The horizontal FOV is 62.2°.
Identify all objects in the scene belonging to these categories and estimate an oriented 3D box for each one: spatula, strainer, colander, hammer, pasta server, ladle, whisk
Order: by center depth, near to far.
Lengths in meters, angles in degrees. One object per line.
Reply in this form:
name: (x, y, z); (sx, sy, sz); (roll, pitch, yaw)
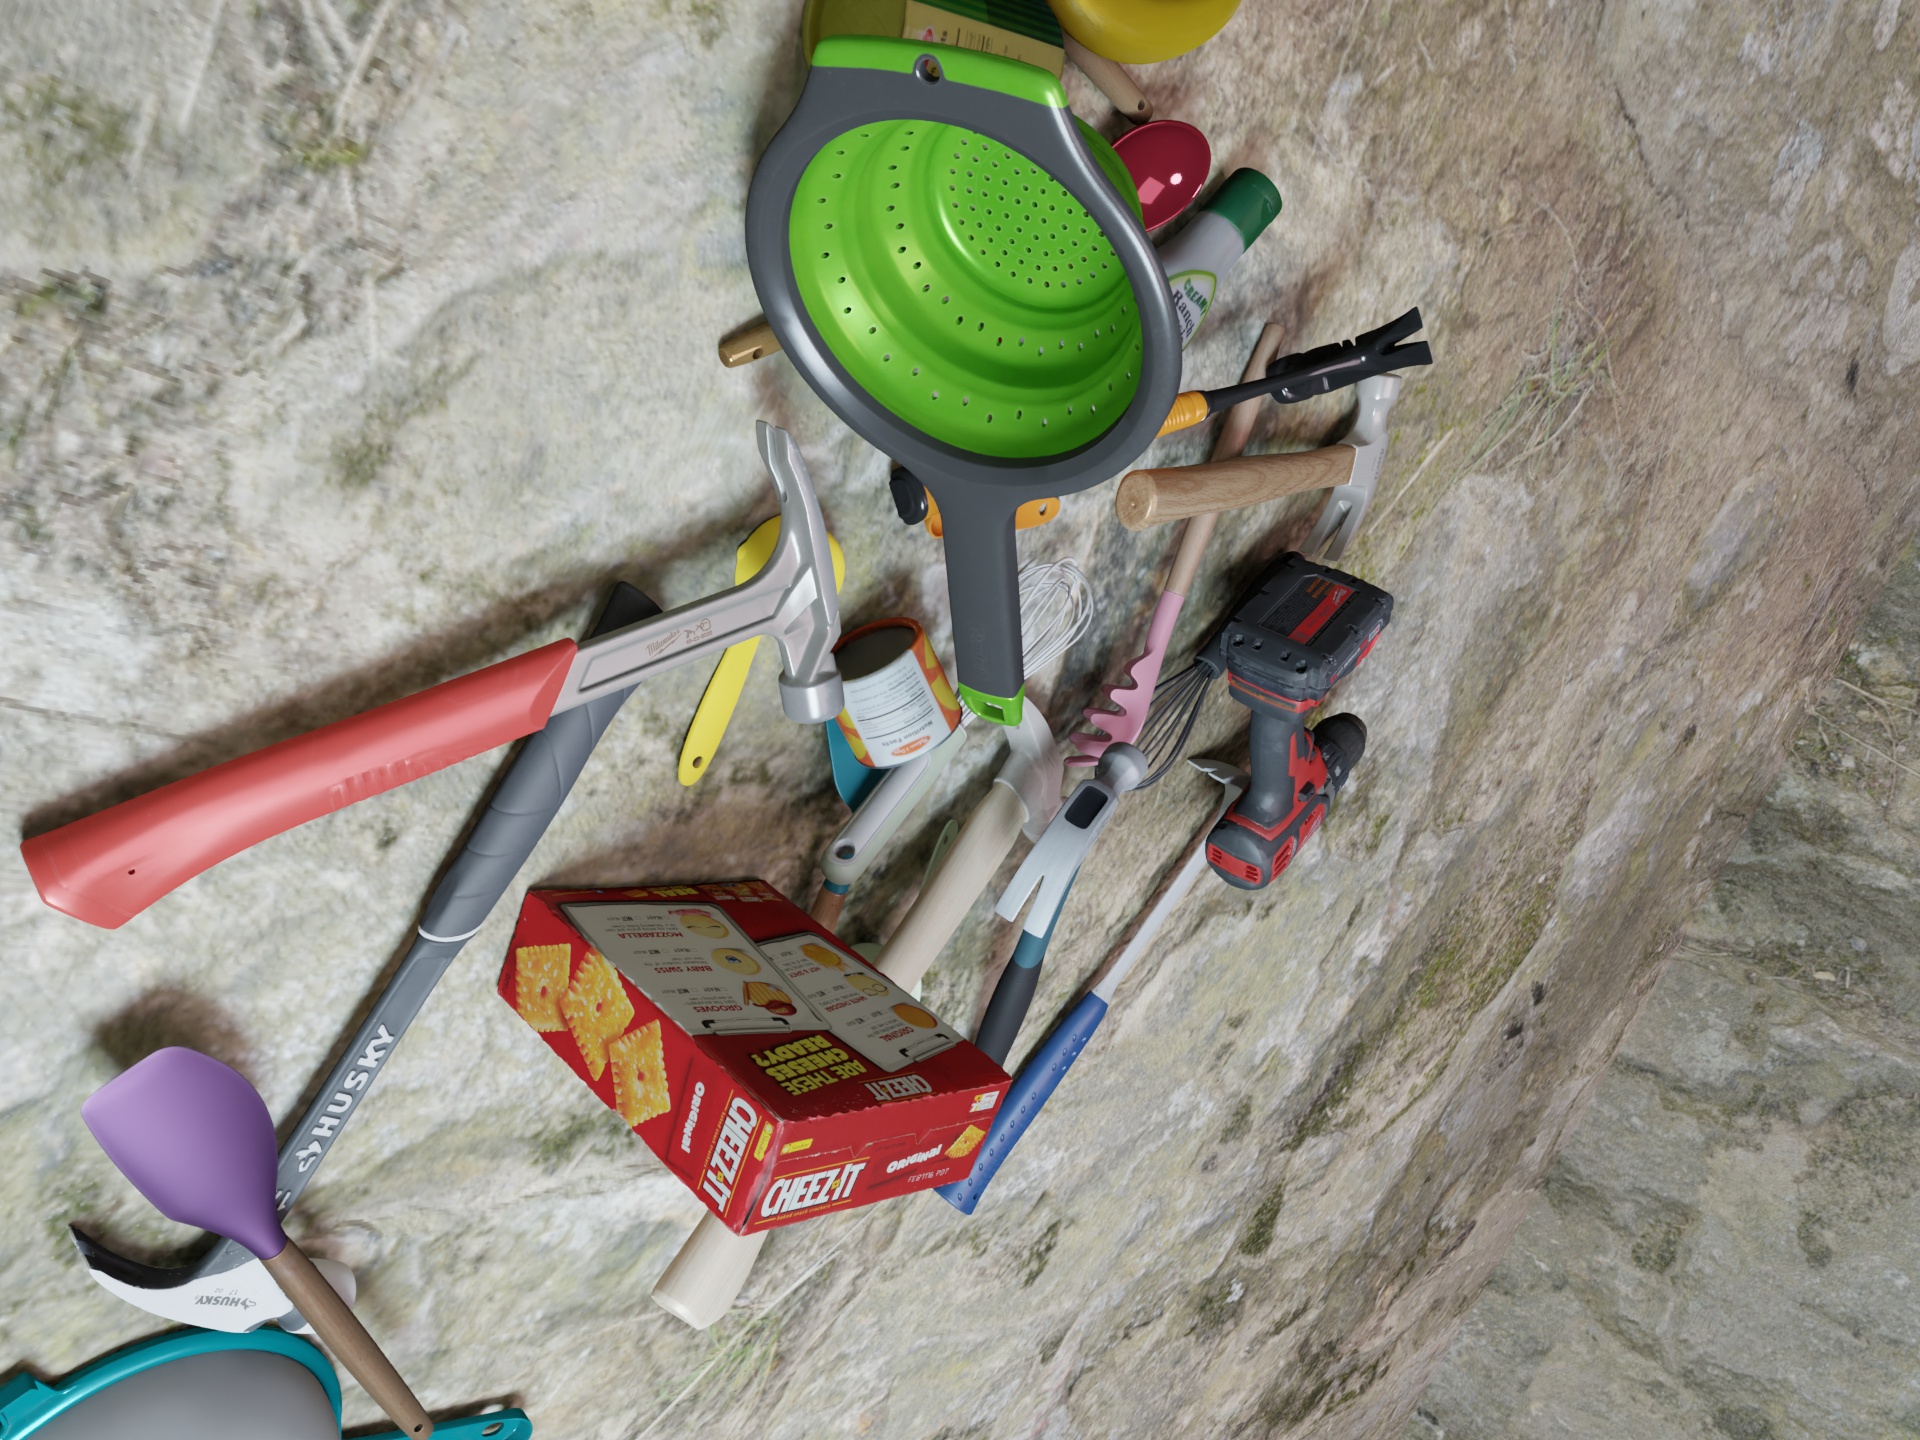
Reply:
hammer: (-0.212, -0.012, 0.690); (0.359, 0.037, 0.149); (-24, 120, -28)
spatula: (-0.313, 0.261, 0.754); (0.060, 0.018, 0.315); (-36, 135, -27)
hammer: (-0.259, 0.112, 0.758); (0.409, 0.036, 0.149); (-58, 142, -1)
colander: (0.021, -0.152, 0.765); (0.396, 0.204, 0.094); (84, 30, -50)
ladle: (0.009, -0.242, 0.813); (0.315, 0.031, 0.069); (-32, 148, -27)
strainer: (-0.348, 0.421, 0.823); (0.340, 0.095, 0.211); (15, 103, -50)
hammer: (0.112, -0.172, 0.908); (0.337, 0.127, 0.034); (-21, 98, -26)
whisk: (-0.001, -0.003, 0.923); (0.246, 0.058, 0.059); (-52, 157, -20)
hammer: (-0.054, 0.162, 0.944); (0.411, 0.038, 0.146); (-55, 144, -27)
spatula: (-0.089, 0.116, 0.961); (0.082, 0.044, 0.317); (-3, 122, -47)
hammer: (0.199, -0.156, 1.037); (0.331, 0.031, 0.130); (-18, 122, -50)
pasta server: (0.143, -0.112, 1.043); (0.060, 0.040, 0.316); (-93, -156, -85)
hammer: (0.044, 0.163, 1.065); (0.128, 0.033, 0.330); (-47, 160, -43)
whisk: (0.173, -0.038, 1.129); (0.239, 0.055, 0.055); (-48, 142, -20)
hammer: (0.111, 0.204, 1.232); (0.405, 0.035, 0.143); (-53, 143, -6)

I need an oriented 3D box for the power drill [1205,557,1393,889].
power drill: (0.252, -0.004, 1.159); (0.188, 0.080, 0.226); (-42, 145, -35)

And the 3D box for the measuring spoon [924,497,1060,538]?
measuring spoon: (0.019, -0.121, 0.926); (0.117, 0.011, 0.021); (-14, 125, -47)

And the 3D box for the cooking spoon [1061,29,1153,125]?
cooking spoon: (0.009, -0.364, 0.734); (0.318, 0.017, 0.069); (22, 97, -52)

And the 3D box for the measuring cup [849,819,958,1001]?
measuring cup: (-0.046, 0.138, 1.020); (0.083, 0.038, 0.168); (38, 70, -55)

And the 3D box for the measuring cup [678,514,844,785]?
measuring cup: (-0.106, -0.032, 0.828); (0.062, 0.029, 0.156); (16, 101, -52)
